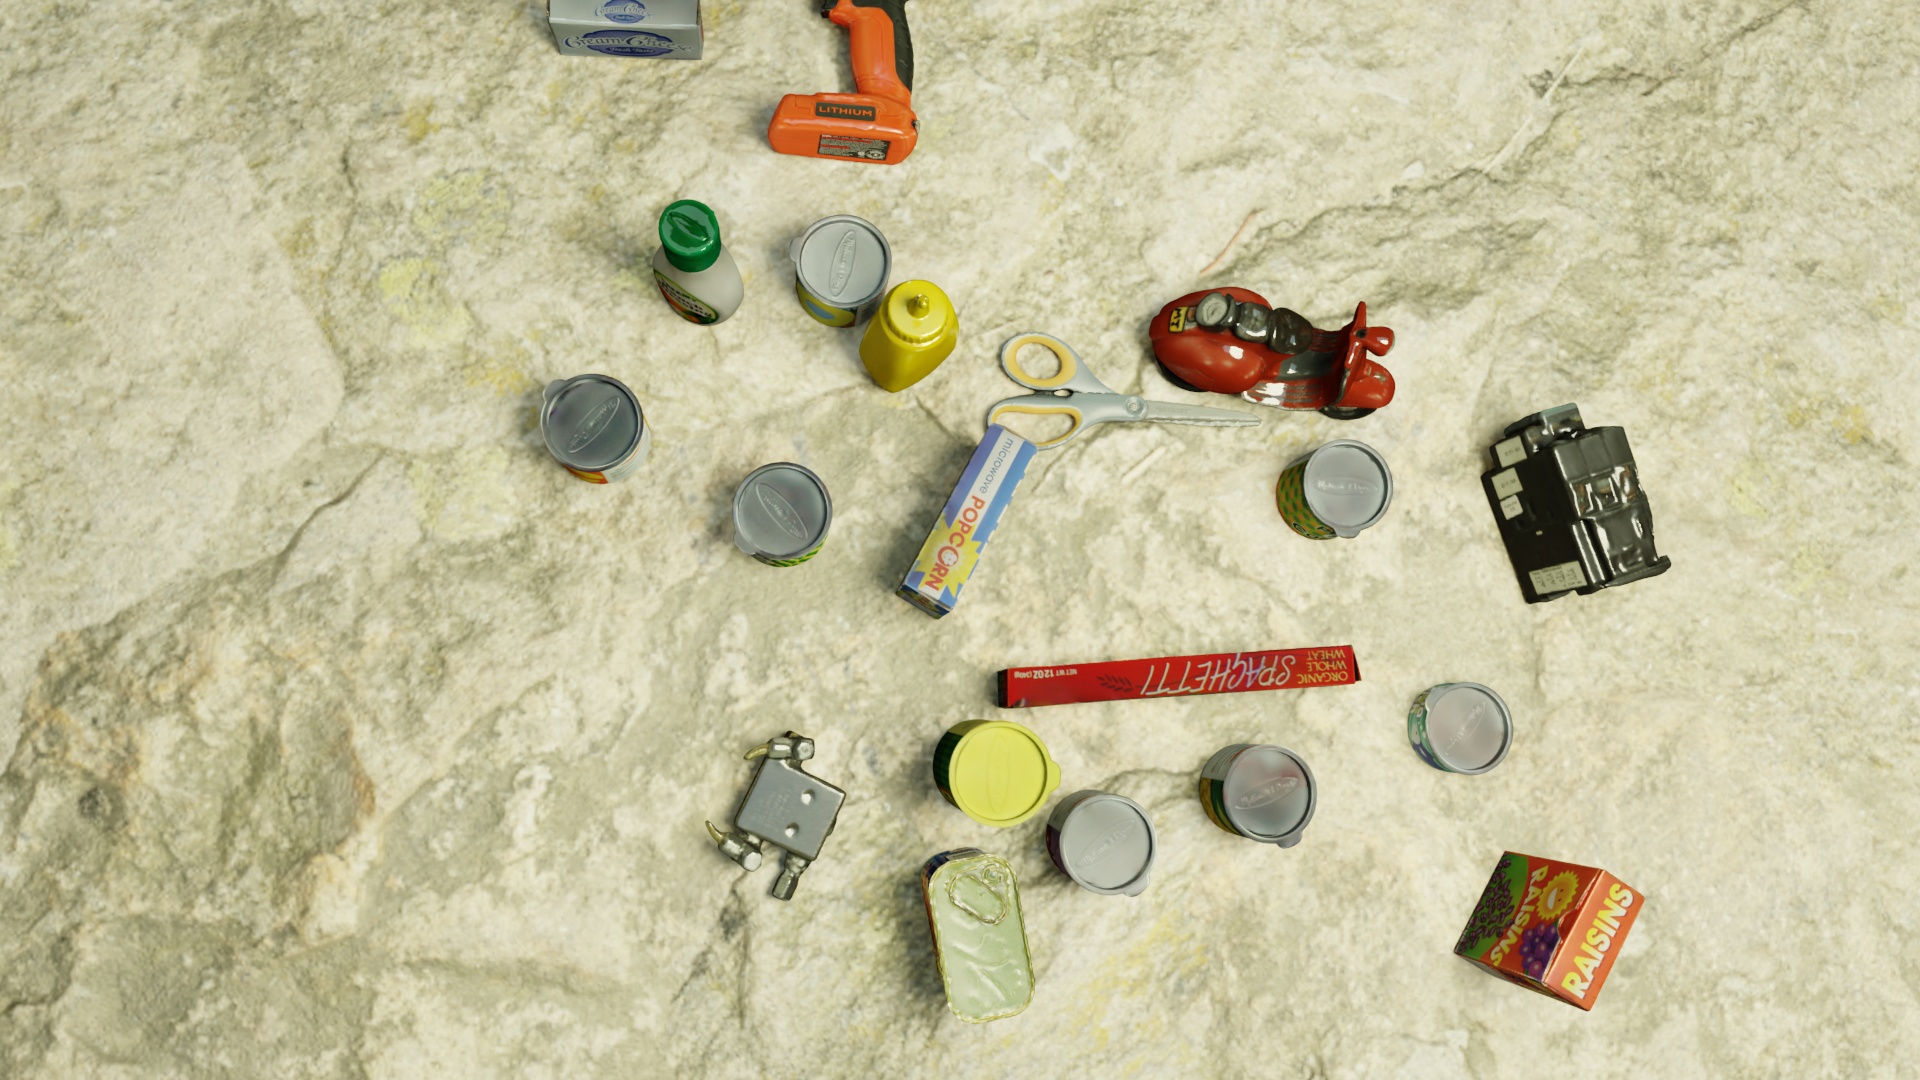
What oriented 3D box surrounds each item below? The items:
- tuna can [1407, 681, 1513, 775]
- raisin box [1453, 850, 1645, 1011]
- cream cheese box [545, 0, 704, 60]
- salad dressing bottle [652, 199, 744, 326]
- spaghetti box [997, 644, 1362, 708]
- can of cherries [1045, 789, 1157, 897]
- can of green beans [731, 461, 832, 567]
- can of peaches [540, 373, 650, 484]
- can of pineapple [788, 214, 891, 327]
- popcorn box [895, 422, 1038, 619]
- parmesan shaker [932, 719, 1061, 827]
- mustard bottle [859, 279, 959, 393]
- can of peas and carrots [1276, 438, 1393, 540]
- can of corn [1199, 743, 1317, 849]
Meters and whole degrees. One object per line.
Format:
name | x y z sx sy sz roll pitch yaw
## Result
tuna can | 0.357 0.133 1.000 0.071 0.033 0.071 1 83 -7
raisin box | 0.396 0.261 0.942 0.040 0.123 0.086 33 80 -2
cream cheese box | -0.234 -0.362 0.979 0.104 0.053 0.024 0 83 -7
salad dressing bottle | -0.175 -0.183 0.915 0.064 0.147 0.044 35 80 -2
spaghetti box | 0.151 0.095 0.970 0.250 0.050 0.028 -3 83 -8
can of cherries | 0.096 0.206 0.944 0.071 0.058 0.071 1 83 -7
can of green beans | -0.121 -0.016 0.946 0.071 0.057 0.071 1 83 -7
can of peaches | -0.246 -0.076 0.937 0.071 0.058 0.071 1 83 -7
can of pineapple | -0.084 -0.188 0.973 0.071 0.058 0.071 1 83 -7
popcorn box | 0.003 -0.012 0.947 0.038 0.085 0.127 29 80 -3
parmesan shaker | 0.022 0.152 0.919 0.071 0.103 0.071 1 83 -7
mustard bottle | -0.031 -0.141 0.922 0.065 0.160 0.049 -37 89 -10
can of peas and carrots | 0.268 -0.033 0.997 0.071 0.058 0.071 1 83 -7
can of corn | 0.206 0.176 0.962 0.071 0.058 0.071 1 83 -7
